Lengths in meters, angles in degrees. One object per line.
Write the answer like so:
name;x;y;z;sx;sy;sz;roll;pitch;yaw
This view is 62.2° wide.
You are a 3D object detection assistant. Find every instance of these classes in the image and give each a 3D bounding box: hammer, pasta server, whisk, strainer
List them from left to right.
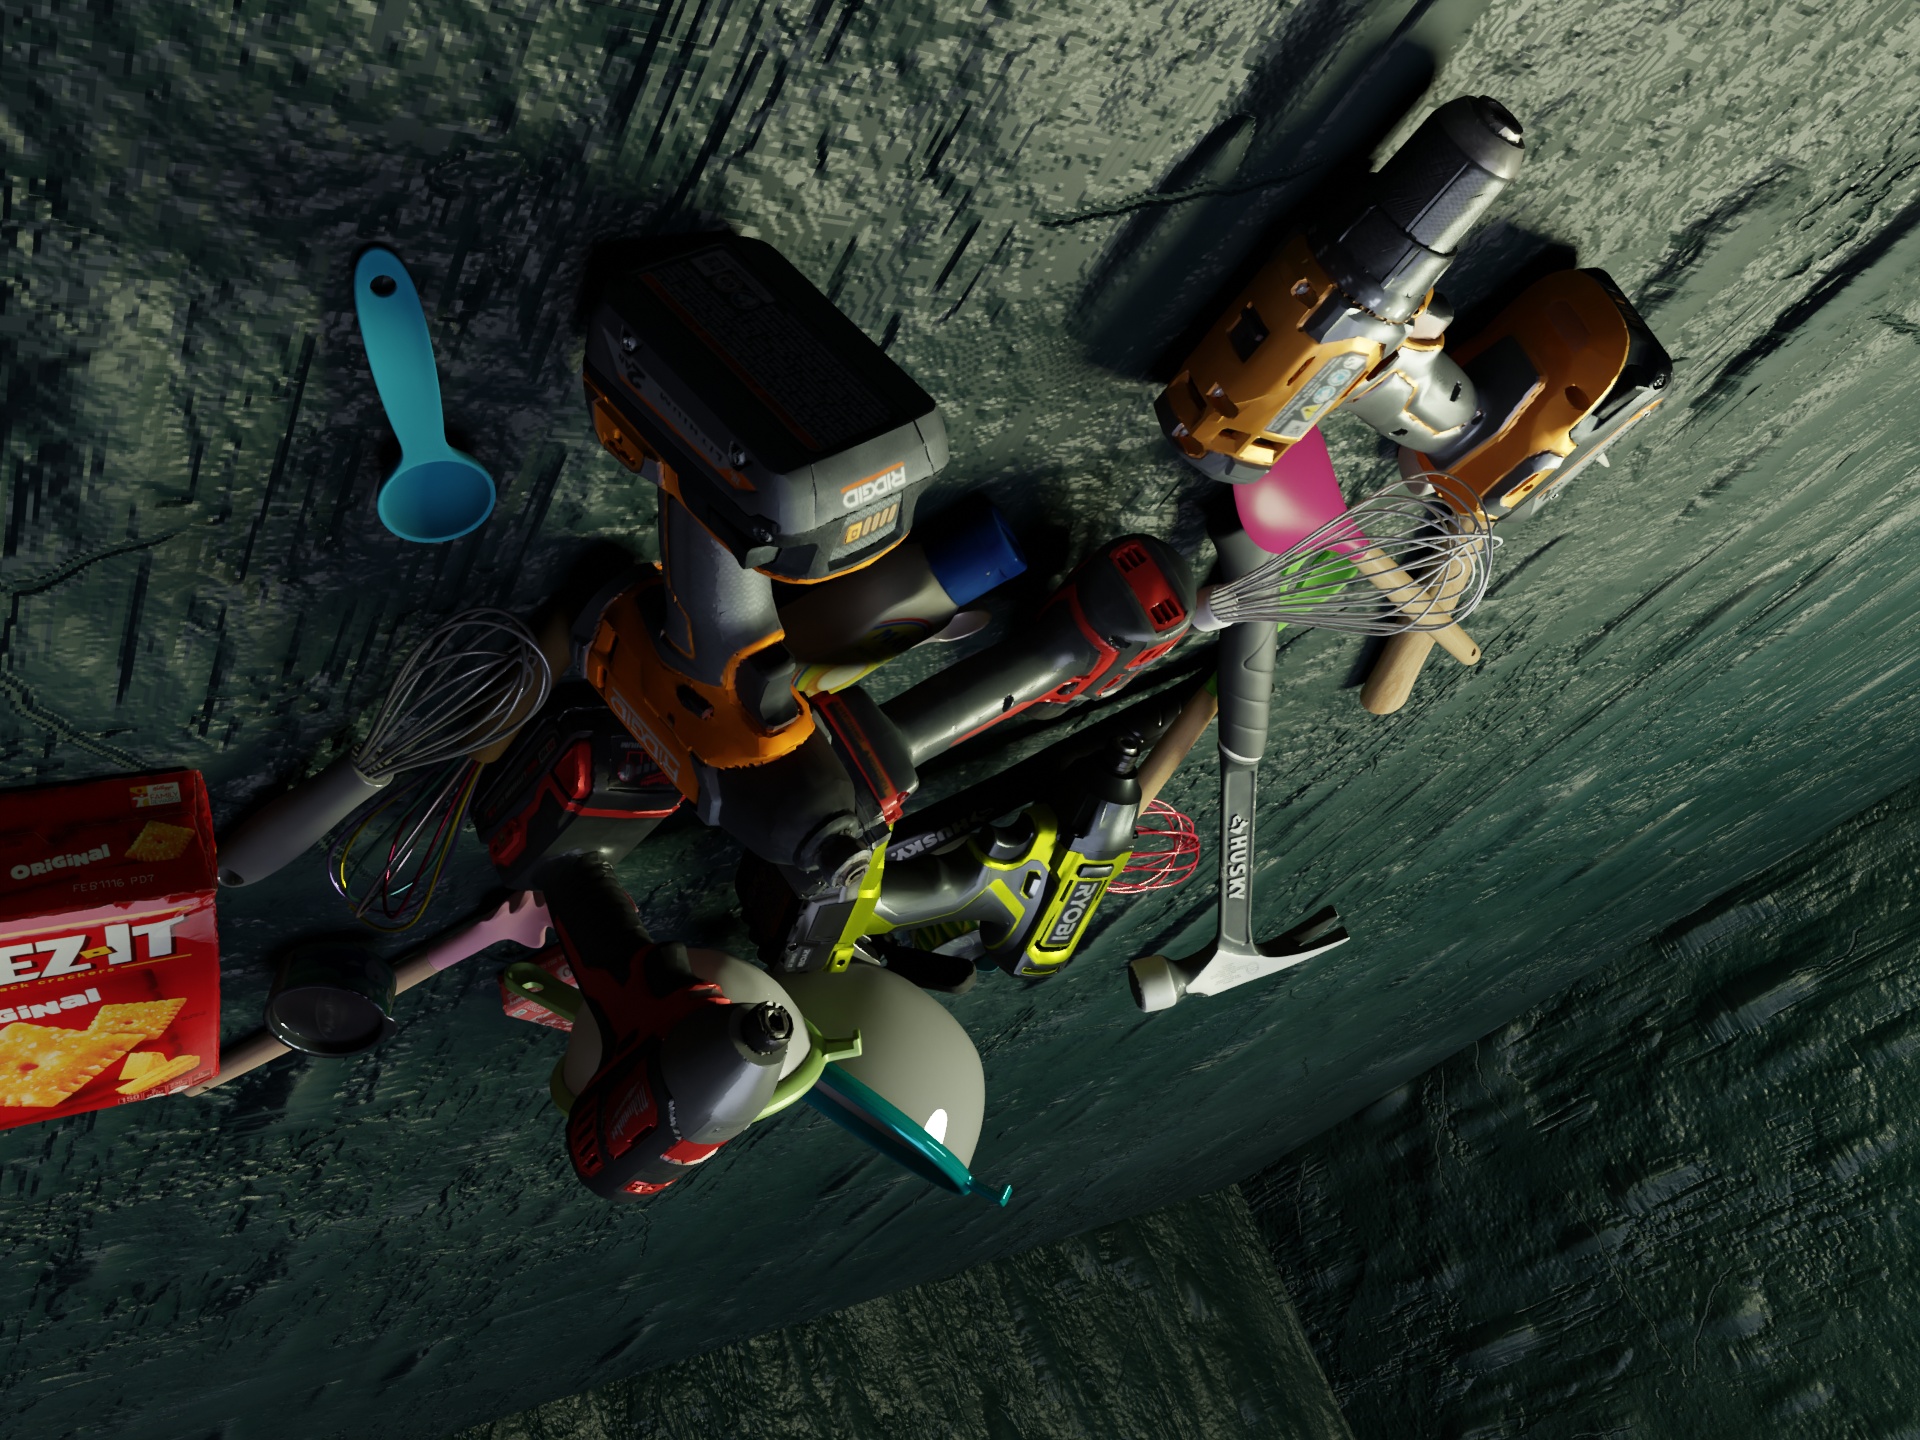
whisk;-0.266;0.019;0.708;0.239;0.055;0.055;-32;154;27
pasta server;-0.331;0.158;0.935;0.316;0.040;0.060;-27;143;10
whisk;-0.234;0.027;0.752;0.051;0.047;0.245;6;139;-45
strainer;-0.188;0.155;0.904;0.256;0.069;0.151;12;-159;42
strainer;-0.090;0.215;1.106;0.095;0.210;0.340;-55;-157;-17
hammer;0.044;0.041;0.995;0.335;0.035;0.146;-26;135;-4
whisk;0.050;0.088;1.100;0.295;0.073;0.073;0;147;-31
hammer;0.173;0.030;0.957;0.149;0.036;0.408;-13;134;-7
whisk;0.147;-0.063;0.787;0.070;0.070;0.284;-6;177;-33
hammer;0.304;-0.090;0.994;0.130;0.031;0.331;-19;155;-8

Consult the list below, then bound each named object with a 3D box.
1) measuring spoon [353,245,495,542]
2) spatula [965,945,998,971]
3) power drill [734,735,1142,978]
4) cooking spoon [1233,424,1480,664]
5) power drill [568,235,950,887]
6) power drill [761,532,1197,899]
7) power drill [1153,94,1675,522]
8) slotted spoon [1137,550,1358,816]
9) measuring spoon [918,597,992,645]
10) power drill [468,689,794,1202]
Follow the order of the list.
measuring spoon;-0.190;-0.113;0.549;0.042;0.021;0.128;-16;145;-17
spatula;-0.027;0.215;1.296;0.044;0.082;0.317;30;144;-3
power drill;-0.004;0.076;0.928;0.223;0.080;0.171;3;126;-32
cooking spoon;0.229;-0.087;0.878;0.318;0.017;0.069;26;89;-50
power drill;-0.076;-0.042;0.594;0.084;0.164;0.226;-30;156;-32
power drill;-0.001;-0.003;0.797;0.226;0.080;0.188;-30;175;-21
power drill;0.221;-0.174;0.706;0.226;0.084;0.185;3;143;-36
slotted spoon;0.138;0.001;0.961;0.070;0.031;0.313;9;127;-35
measuring spoon;-0.045;-0.042;0.816;0.124;0.018;0.034;-17;162;3
power drill;-0.152;0.101;0.755;0.078;0.220;0.143;5;143;-45
